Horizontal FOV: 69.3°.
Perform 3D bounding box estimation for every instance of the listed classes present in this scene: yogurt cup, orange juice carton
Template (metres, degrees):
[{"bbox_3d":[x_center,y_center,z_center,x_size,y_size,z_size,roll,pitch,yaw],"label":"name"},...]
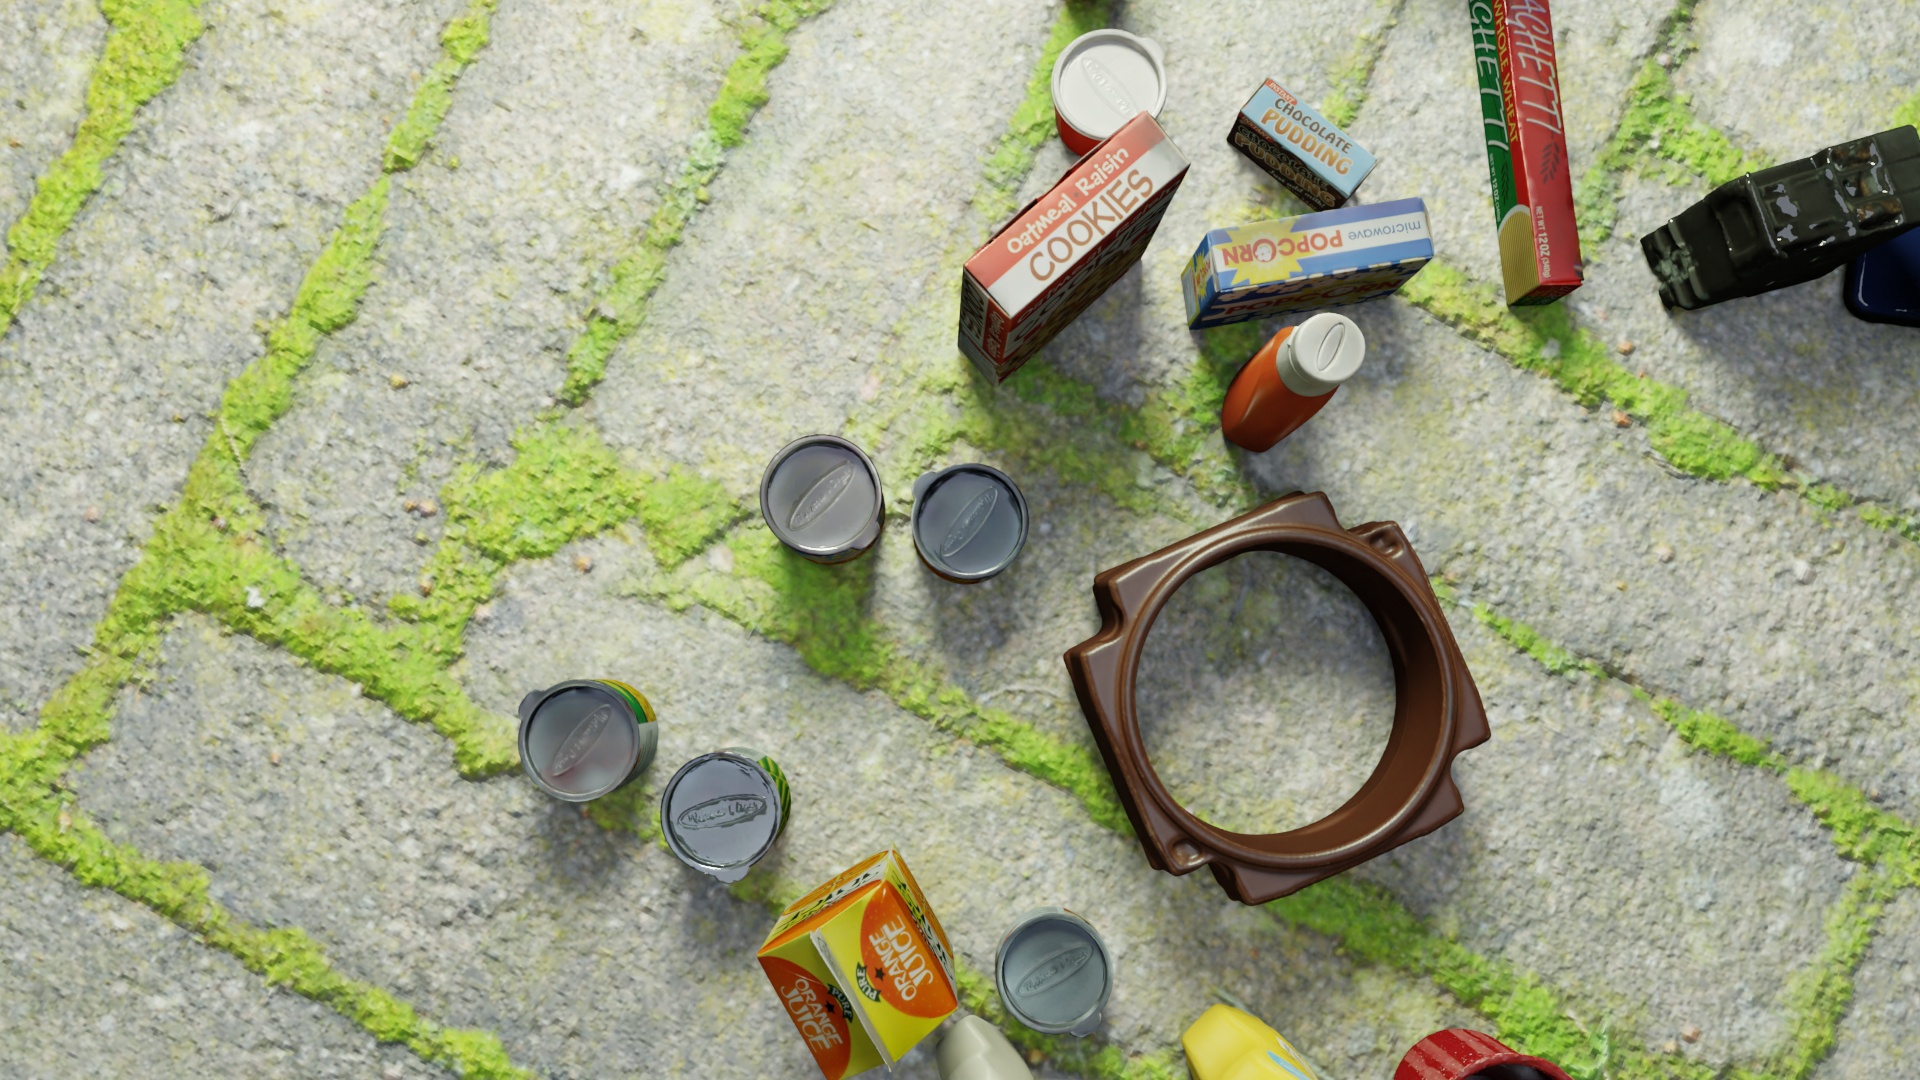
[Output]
[{"bbox_3d":[0.086,-0.263,0.833,0.072,0.054,0.072,0,84,-1],"label":"yogurt cup"},{"bbox_3d":[-0.050,0.214,0.710,0.073,0.192,0.072,-30,86,-4],"label":"orange juice carton"}]

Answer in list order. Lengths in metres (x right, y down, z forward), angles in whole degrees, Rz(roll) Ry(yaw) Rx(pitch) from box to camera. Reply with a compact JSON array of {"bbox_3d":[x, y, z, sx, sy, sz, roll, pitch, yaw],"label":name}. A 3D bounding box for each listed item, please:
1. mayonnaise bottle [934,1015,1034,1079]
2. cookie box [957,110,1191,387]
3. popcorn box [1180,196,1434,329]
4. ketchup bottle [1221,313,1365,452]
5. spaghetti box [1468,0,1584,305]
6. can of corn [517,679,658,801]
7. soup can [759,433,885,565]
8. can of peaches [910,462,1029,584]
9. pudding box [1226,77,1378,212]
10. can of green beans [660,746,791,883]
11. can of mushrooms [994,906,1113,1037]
[{"bbox_3d":[0.016,0.295,0.726,0.041,0.148,0.065,-42,87,-4],"label":"mayonnaise bottle"},{"bbox_3d":[0.055,-0.154,0.764,0.123,0.167,0.040,-42,87,-5],"label":"cookie box"},{"bbox_3d":[0.199,-0.160,0.809,0.127,0.085,0.038,-10,85,-2],"label":"popcorn box"},{"bbox_3d":[0.183,-0.090,0.770,0.043,0.148,0.065,25,85,1],"label":"ketchup bottle"},{"bbox_3d":[0.339,-0.269,0.841,0.029,0.050,0.250,-5,84,-2],"label":"spaghetti box"},{"bbox_3d":[-0.211,0.110,0.785,0.071,0.058,0.071,0,84,-1],"label":"can of corn"},{"bbox_3d":[-0.074,-0.019,0.789,0.071,0.083,0.071,0,84,-1],"label":"soup can"},{"bbox_3d":[0.003,-0.010,0.803,0.071,0.058,0.071,0,84,-1],"label":"can of peaches"},{"bbox_3d":[0.205,-0.235,0.835,0.084,0.049,0.030,39,85,3],"label":"pudding box"},{"bbox_3d":[-0.131,0.151,0.783,0.071,0.058,0.071,0,84,-1],"label":"can of green beans"},{"bbox_3d":[0.054,0.245,0.789,0.071,0.033,0.071,0,84,-1],"label":"can of mushrooms"}]
